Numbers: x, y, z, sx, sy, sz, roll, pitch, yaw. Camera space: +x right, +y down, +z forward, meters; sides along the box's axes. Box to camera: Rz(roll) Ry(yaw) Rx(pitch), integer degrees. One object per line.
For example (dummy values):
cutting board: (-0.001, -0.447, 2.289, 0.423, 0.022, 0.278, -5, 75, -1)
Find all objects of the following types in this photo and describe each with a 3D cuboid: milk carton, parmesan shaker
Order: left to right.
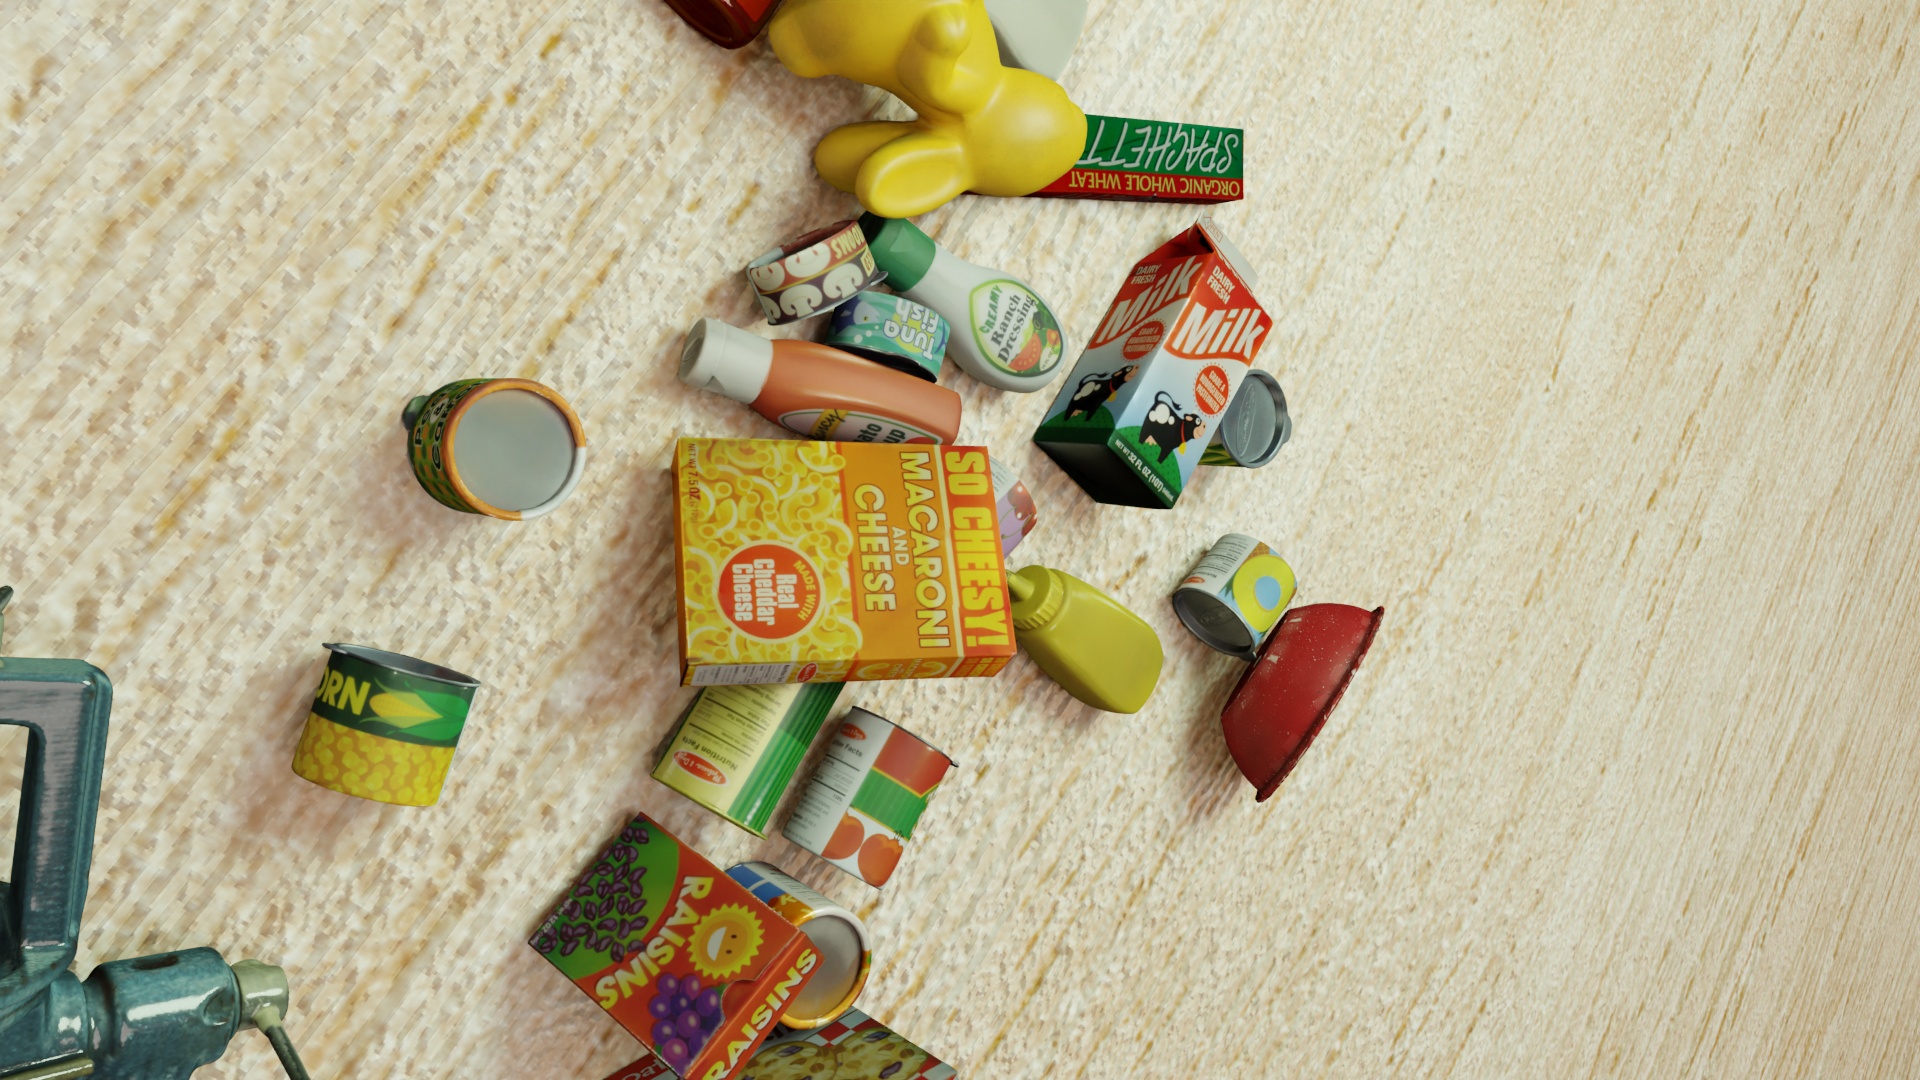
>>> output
parmesan shaker: (-0.107, 0.097, 0.739, 0.071, 0.071, 0.103, 40, 71, -32)
milk carton: (0.134, -0.119, 0.893, 0.072, 0.073, 0.191, 42, 70, -32)

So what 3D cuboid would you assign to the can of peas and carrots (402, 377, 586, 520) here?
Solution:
can of peas and carrots: (-0.219, -0.045, 0.649, 0.071, 0.058, 0.071, -4, 97, -37)

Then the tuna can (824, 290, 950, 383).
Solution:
tuna can: (-0.040, -0.112, 0.767, 0.071, 0.071, 0.033, 19, 83, -36)

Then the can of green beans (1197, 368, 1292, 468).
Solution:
can of green beans: (0.177, -0.082, 0.939, 0.071, 0.058, 0.071, -4, 97, -36)

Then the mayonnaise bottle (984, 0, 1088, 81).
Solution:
mayonnaise bottle: (0.006, -0.325, 0.799, 0.148, 0.041, 0.065, 26, 83, -34)

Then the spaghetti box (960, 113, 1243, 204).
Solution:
spaghetti box: (0.085, -0.240, 0.873, 0.251, 0.028, 0.050, -8, 100, -36)

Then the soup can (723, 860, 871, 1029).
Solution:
soup can: (-0.098, 0.219, 0.749, 0.071, 0.084, 0.071, -5, 98, -36)

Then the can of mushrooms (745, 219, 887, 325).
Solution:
can of mushrooms: (-0.076, -0.143, 0.738, 0.071, 0.071, 0.033, -35, 113, -29)

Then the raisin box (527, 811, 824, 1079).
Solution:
raisin box: (-0.141, 0.203, 0.689, 0.086, 0.123, 0.040, -49, 144, -22)

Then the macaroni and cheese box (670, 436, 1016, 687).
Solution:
macaroni and cheese box: (-0.062, 0.010, 0.721, 0.167, 0.040, 0.124, 0, 66, -18)

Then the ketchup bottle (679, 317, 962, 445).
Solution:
ketchup bottle: (-0.076, -0.080, 0.752, 0.149, 0.064, 0.044, 18, 63, -28)

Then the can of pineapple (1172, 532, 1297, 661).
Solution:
can of pineapple: (0.190, 0.038, 0.955, 0.058, 0.071, 0.071, -47, 120, -23)

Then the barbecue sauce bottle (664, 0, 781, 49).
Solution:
barbecue sauce bottle: (-0.100, -0.331, 0.718, 0.065, 0.043, 0.149, 38, 72, -31)

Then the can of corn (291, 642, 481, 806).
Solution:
can of corn: (-0.261, 0.082, 0.626, 0.071, 0.071, 0.058, 21, 83, -36)

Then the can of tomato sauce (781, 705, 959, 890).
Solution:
can of tomato sauce: (-0.051, 0.147, 0.787, 0.071, 0.071, 0.083, 38, 73, -33)

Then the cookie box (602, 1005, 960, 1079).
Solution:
cookie box: (-0.092, 0.289, 0.709, 0.123, 0.167, 0.040, -22, 104, -33)

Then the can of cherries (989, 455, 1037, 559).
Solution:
can of cherries: (0.003, -0.010, 0.814, 0.058, 0.071, 0.071, -48, 120, -24)

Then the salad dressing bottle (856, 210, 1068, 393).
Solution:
salad dressing bottle: (-0.001, -0.140, 0.810, 0.147, 0.044, 0.064, 31, 77, -34)

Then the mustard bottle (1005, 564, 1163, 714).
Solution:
mustard bottle: (0.068, 0.053, 0.867, 0.160, 0.049, 0.065, 40, 70, -40)
